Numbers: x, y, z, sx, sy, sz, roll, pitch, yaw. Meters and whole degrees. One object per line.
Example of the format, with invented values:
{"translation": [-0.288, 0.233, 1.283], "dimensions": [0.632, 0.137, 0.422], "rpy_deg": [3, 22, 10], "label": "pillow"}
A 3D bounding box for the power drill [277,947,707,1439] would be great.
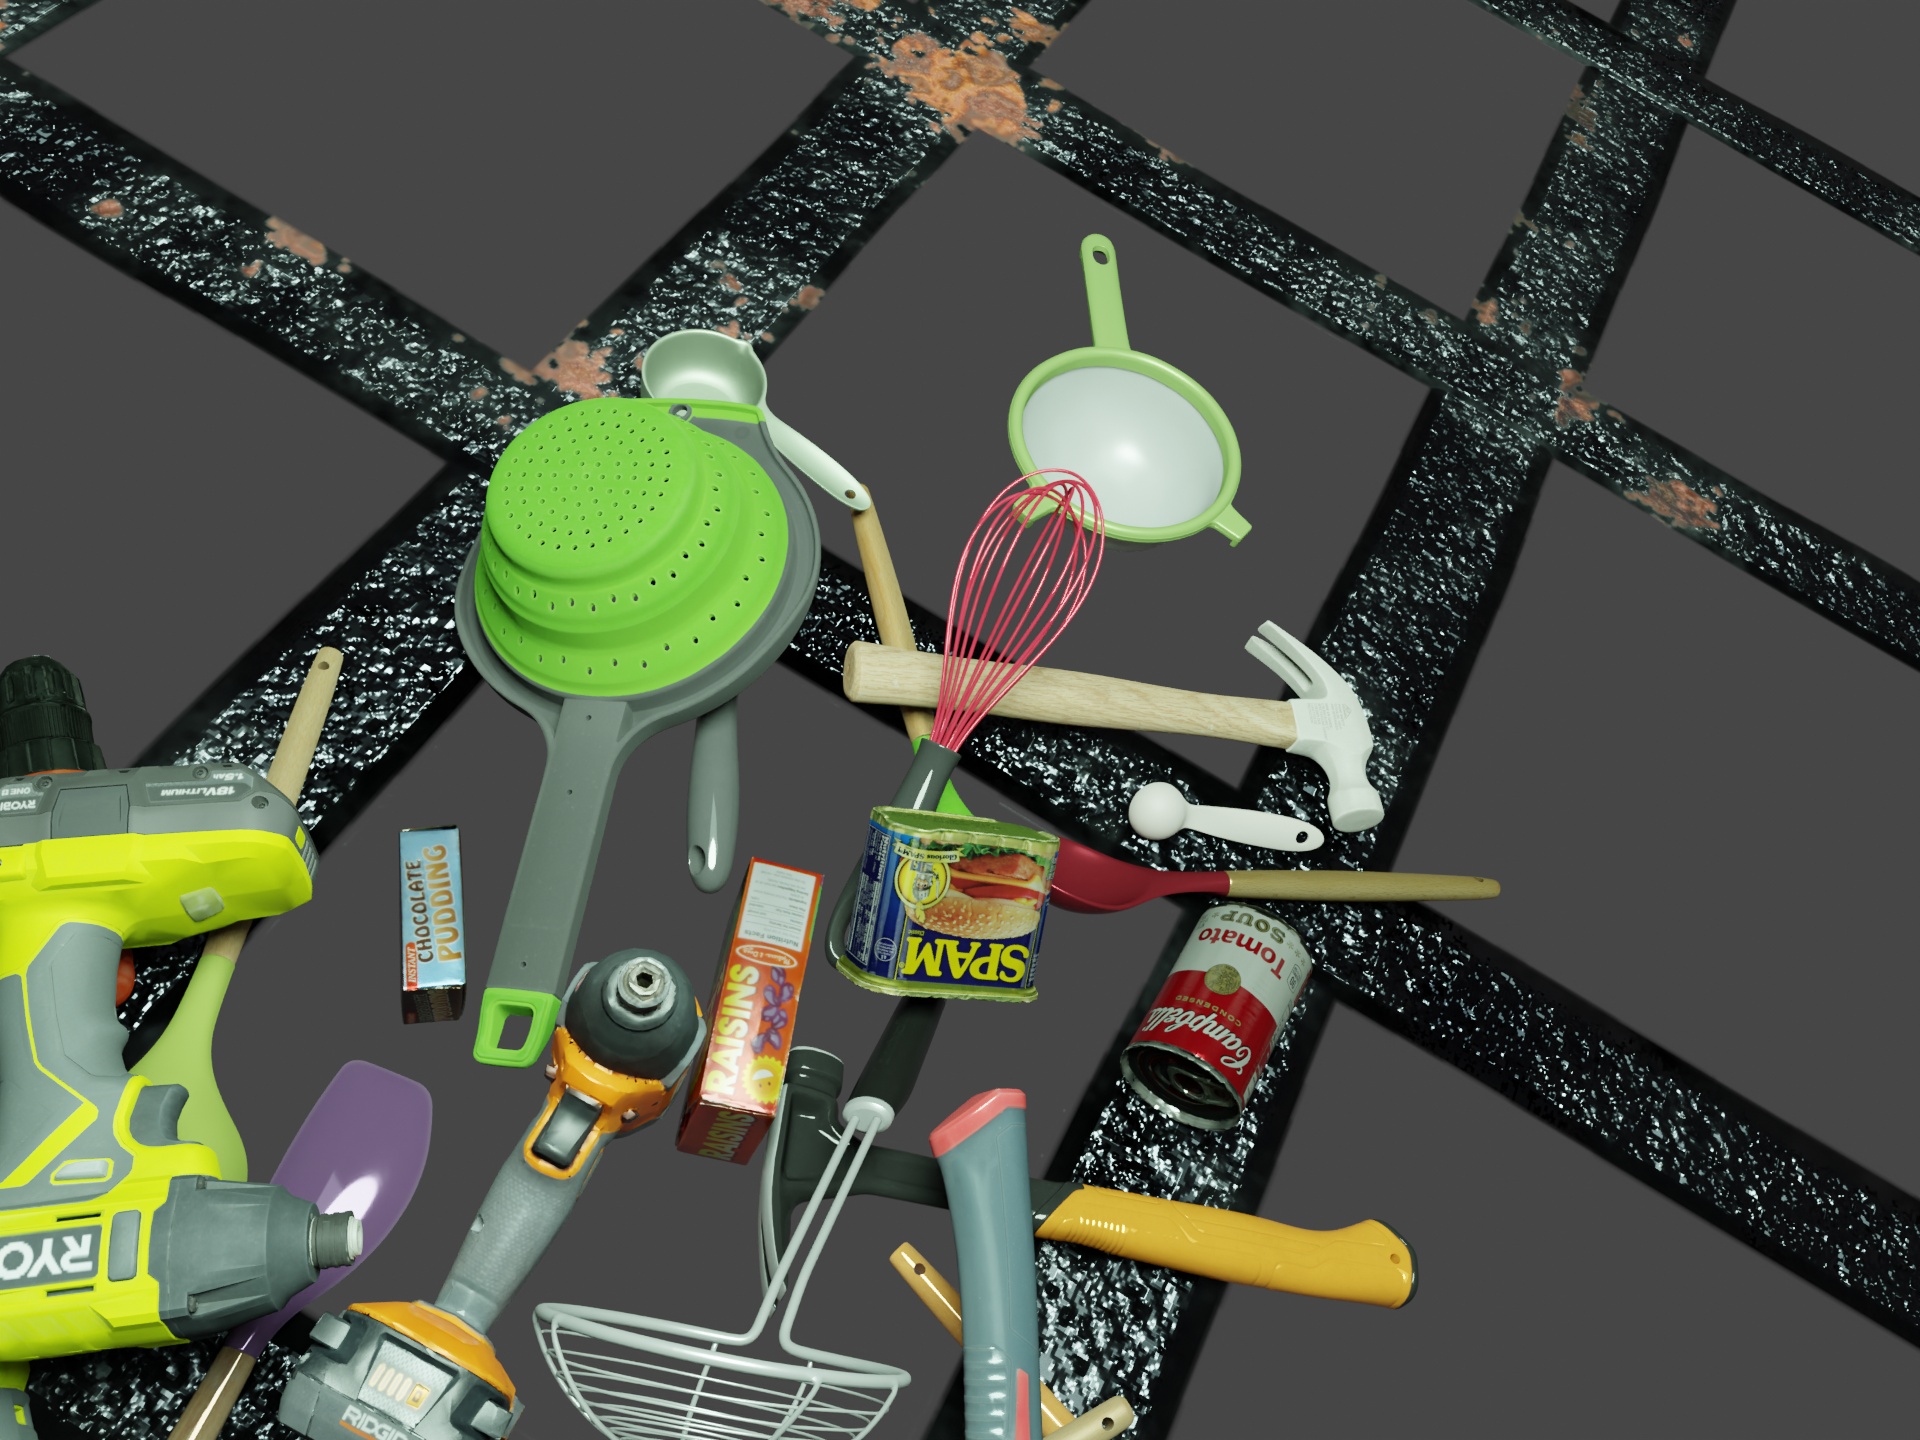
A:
{"translation": [-0.181, 0.200, 0.663], "dimensions": [0.084, 0.164, 0.227], "rpy_deg": [29, 58, -1], "label": "power drill"}

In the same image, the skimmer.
{"translation": [-0.052, 0.172, 0.655], "dimensions": [0.127, 0.090, 0.363], "rpy_deg": [7, 20, 10], "label": "skimmer"}

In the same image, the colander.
{"translation": [-0.193, -0.029, 0.806], "dimensions": [0.204, 0.094, 0.397], "rpy_deg": [3, 63, 10], "label": "colander"}

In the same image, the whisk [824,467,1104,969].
{"translation": [-0.001, -0.003, 0.845], "dimensions": [0.073, 0.073, 0.296], "rpy_deg": [25, 83, -1], "label": "whisk"}

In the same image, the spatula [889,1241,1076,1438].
{"translation": [0.080, 0.367, 0.727], "dimensions": [0.081, 0.041, 0.323], "rpy_deg": [-37, 72, -30], "label": "spatula"}

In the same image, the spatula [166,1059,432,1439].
{"translation": [-0.310, 0.288, 0.658], "dimensions": [0.060, 0.018, 0.316], "rpy_deg": [24, 56, -3], "label": "spatula"}

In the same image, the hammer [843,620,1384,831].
{"translation": [0.093, -0.012, 0.932], "dimensions": [0.331, 0.031, 0.130], "rpy_deg": [7, 57, -19], "label": "hammer"}

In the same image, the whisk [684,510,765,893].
{"translation": [-0.131, -0.018, 0.878], "dimensions": [0.055, 0.055, 0.239], "rpy_deg": [6, 63, -13], "label": "whisk"}

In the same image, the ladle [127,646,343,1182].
{"translation": [-0.343, 0.097, 0.755], "dimensions": [0.078, 0.062, 0.320], "rpy_deg": [10, 51, -9], "label": "ladle"}

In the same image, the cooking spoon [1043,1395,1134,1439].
{"translation": [-0.061, 0.371, 0.669], "dimensions": [0.319, 0.017, 0.069], "rpy_deg": [-23, 72, -20], "label": "cooking spoon"}

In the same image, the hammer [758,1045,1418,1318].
{"translation": [0.068, 0.249, 0.775], "dimensions": [0.336, 0.034, 0.127], "rpy_deg": [14, 44, -11], "label": "hammer"}

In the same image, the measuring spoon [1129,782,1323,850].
{"translation": [0.158, 0.062, 0.924], "dimensions": [0.124, 0.018, 0.034], "rpy_deg": [10, 101, -15], "label": "measuring spoon"}

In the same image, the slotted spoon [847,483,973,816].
{"translation": [-0.028, -0.010, 0.915], "dimensions": [0.070, 0.031, 0.314], "rpy_deg": [-5, 61, -19], "label": "slotted spoon"}

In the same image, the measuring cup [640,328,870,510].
{"translation": [-0.124, -0.173, 0.976], "dimensions": [0.167, 0.038, 0.083], "rpy_deg": [39, 57, 5], "label": "measuring cup"}

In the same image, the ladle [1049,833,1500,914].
{"translation": [0.174, 0.092, 0.911], "dimensions": [0.315, 0.031, 0.069], "rpy_deg": [3, 28, -18], "label": "ladle"}

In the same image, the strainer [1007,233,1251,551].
{"translation": [0.094, -0.206, 1.041], "dimensions": [0.151, 0.069, 0.257], "rpy_deg": [3, 59, -12], "label": "strainer"}

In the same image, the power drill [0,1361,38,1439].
{"translation": [-0.485, 0.246, 0.598], "dimensions": [0.228, 0.080, 0.191], "rpy_deg": [-15, 66, -27], "label": "power drill"}

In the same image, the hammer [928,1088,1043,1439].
{"translation": [0.035, 0.353, 0.669], "dimensions": [0.143, 0.038, 0.387], "rpy_deg": [4, 71, -16], "label": "hammer"}

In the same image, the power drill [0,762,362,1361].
{"translation": [-0.328, 0.134, 0.636], "dimensions": [0.171, 0.080, 0.223], "rpy_deg": [-4, 60, -11], "label": "power drill"}
